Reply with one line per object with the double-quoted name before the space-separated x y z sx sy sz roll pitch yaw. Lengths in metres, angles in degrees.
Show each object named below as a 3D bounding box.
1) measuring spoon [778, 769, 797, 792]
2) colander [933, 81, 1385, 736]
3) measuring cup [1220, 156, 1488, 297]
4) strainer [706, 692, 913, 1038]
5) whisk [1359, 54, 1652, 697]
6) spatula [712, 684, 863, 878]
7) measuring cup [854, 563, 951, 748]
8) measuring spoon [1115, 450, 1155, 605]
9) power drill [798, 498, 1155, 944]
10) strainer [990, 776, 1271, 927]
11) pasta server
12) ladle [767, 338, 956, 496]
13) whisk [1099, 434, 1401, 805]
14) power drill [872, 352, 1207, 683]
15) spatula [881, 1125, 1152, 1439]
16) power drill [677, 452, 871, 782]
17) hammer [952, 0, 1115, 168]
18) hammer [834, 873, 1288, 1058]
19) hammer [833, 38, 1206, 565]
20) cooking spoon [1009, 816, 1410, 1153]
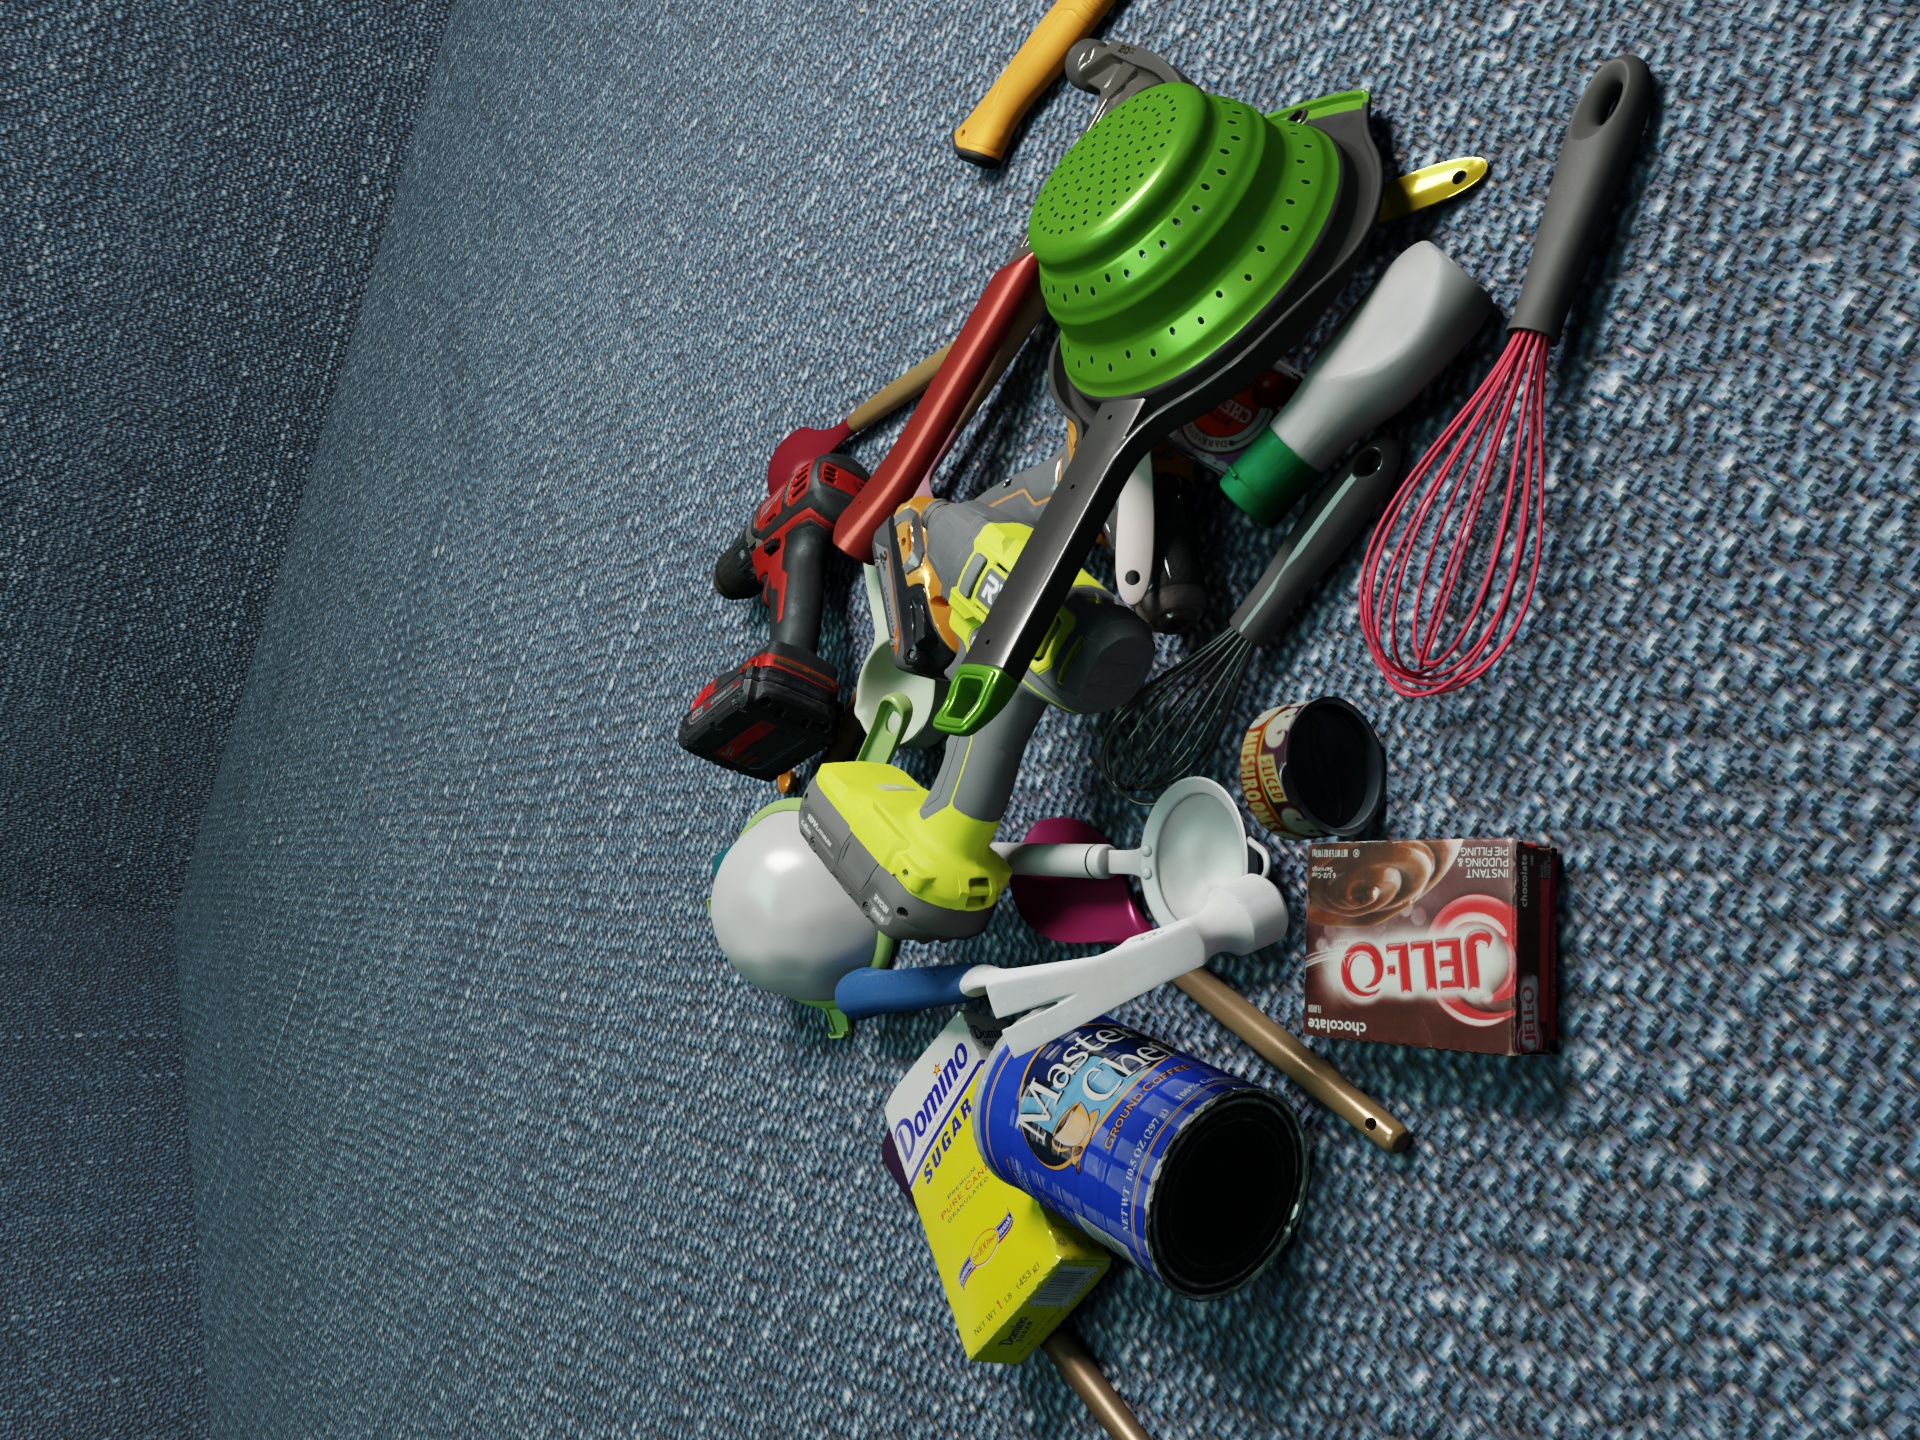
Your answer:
"measuring spoon" -0.147 0.017 1.252 0.021 0.011 0.117 -60 36 27
"colander" 0.065 -0.181 0.787 0.205 0.094 0.397 9 66 55
"measuring cup" 0.202 -0.252 0.820 0.156 0.029 0.062 -10 68 41
"strainer" -0.101 0.090 1.063 0.152 0.069 0.256 40 122 25
"whisk" 0.245 -0.151 0.701 0.073 0.073 0.296 22 94 55
"spatula" -0.091 0.010 1.143 0.317 0.044 0.082 -61 36 23
"measuring cup" -0.038 -0.060 1.078 0.083 0.038 0.168 -27 64 40
"measuring spoon" 0.093 -0.122 0.845 0.034 0.018 0.124 -1 79 17
"power drill" -0.001 -0.003 0.892 0.171 0.080 0.223 45 119 38
"strainer" 0.085 0.076 0.865 0.258 0.050 0.087 -4 82 52
"pasta server" 0.016 -0.219 1.067 0.316 0.040 0.060 -54 42 26
"ladle" -0.063 -0.230 1.181 0.315 0.031 0.069 -23 63 49
"whisk" 0.147 -0.049 0.822 0.239 0.055 0.055 -55 42 24
"power drill" 0.051 -0.098 0.944 0.226 0.084 0.185 -35 56 40
"spatula" 0.029 0.320 0.915 0.316 0.018 0.059 39 113 53
"power drill" -0.144 -0.073 1.188 0.188 0.080 0.227 -30 44 48
"hammer" 0.097 -0.487 1.011 0.336 0.034 0.127 -41 51 42
"hammer" 0.010 0.144 0.878 0.405 0.144 0.035 -27 83 64
"hammer" 0.024 -0.252 1.004 0.359 0.036 0.149 -58 35 17
"cooking spoon" 0.117 0.133 0.837 0.069 0.017 0.319 -58 38 3
